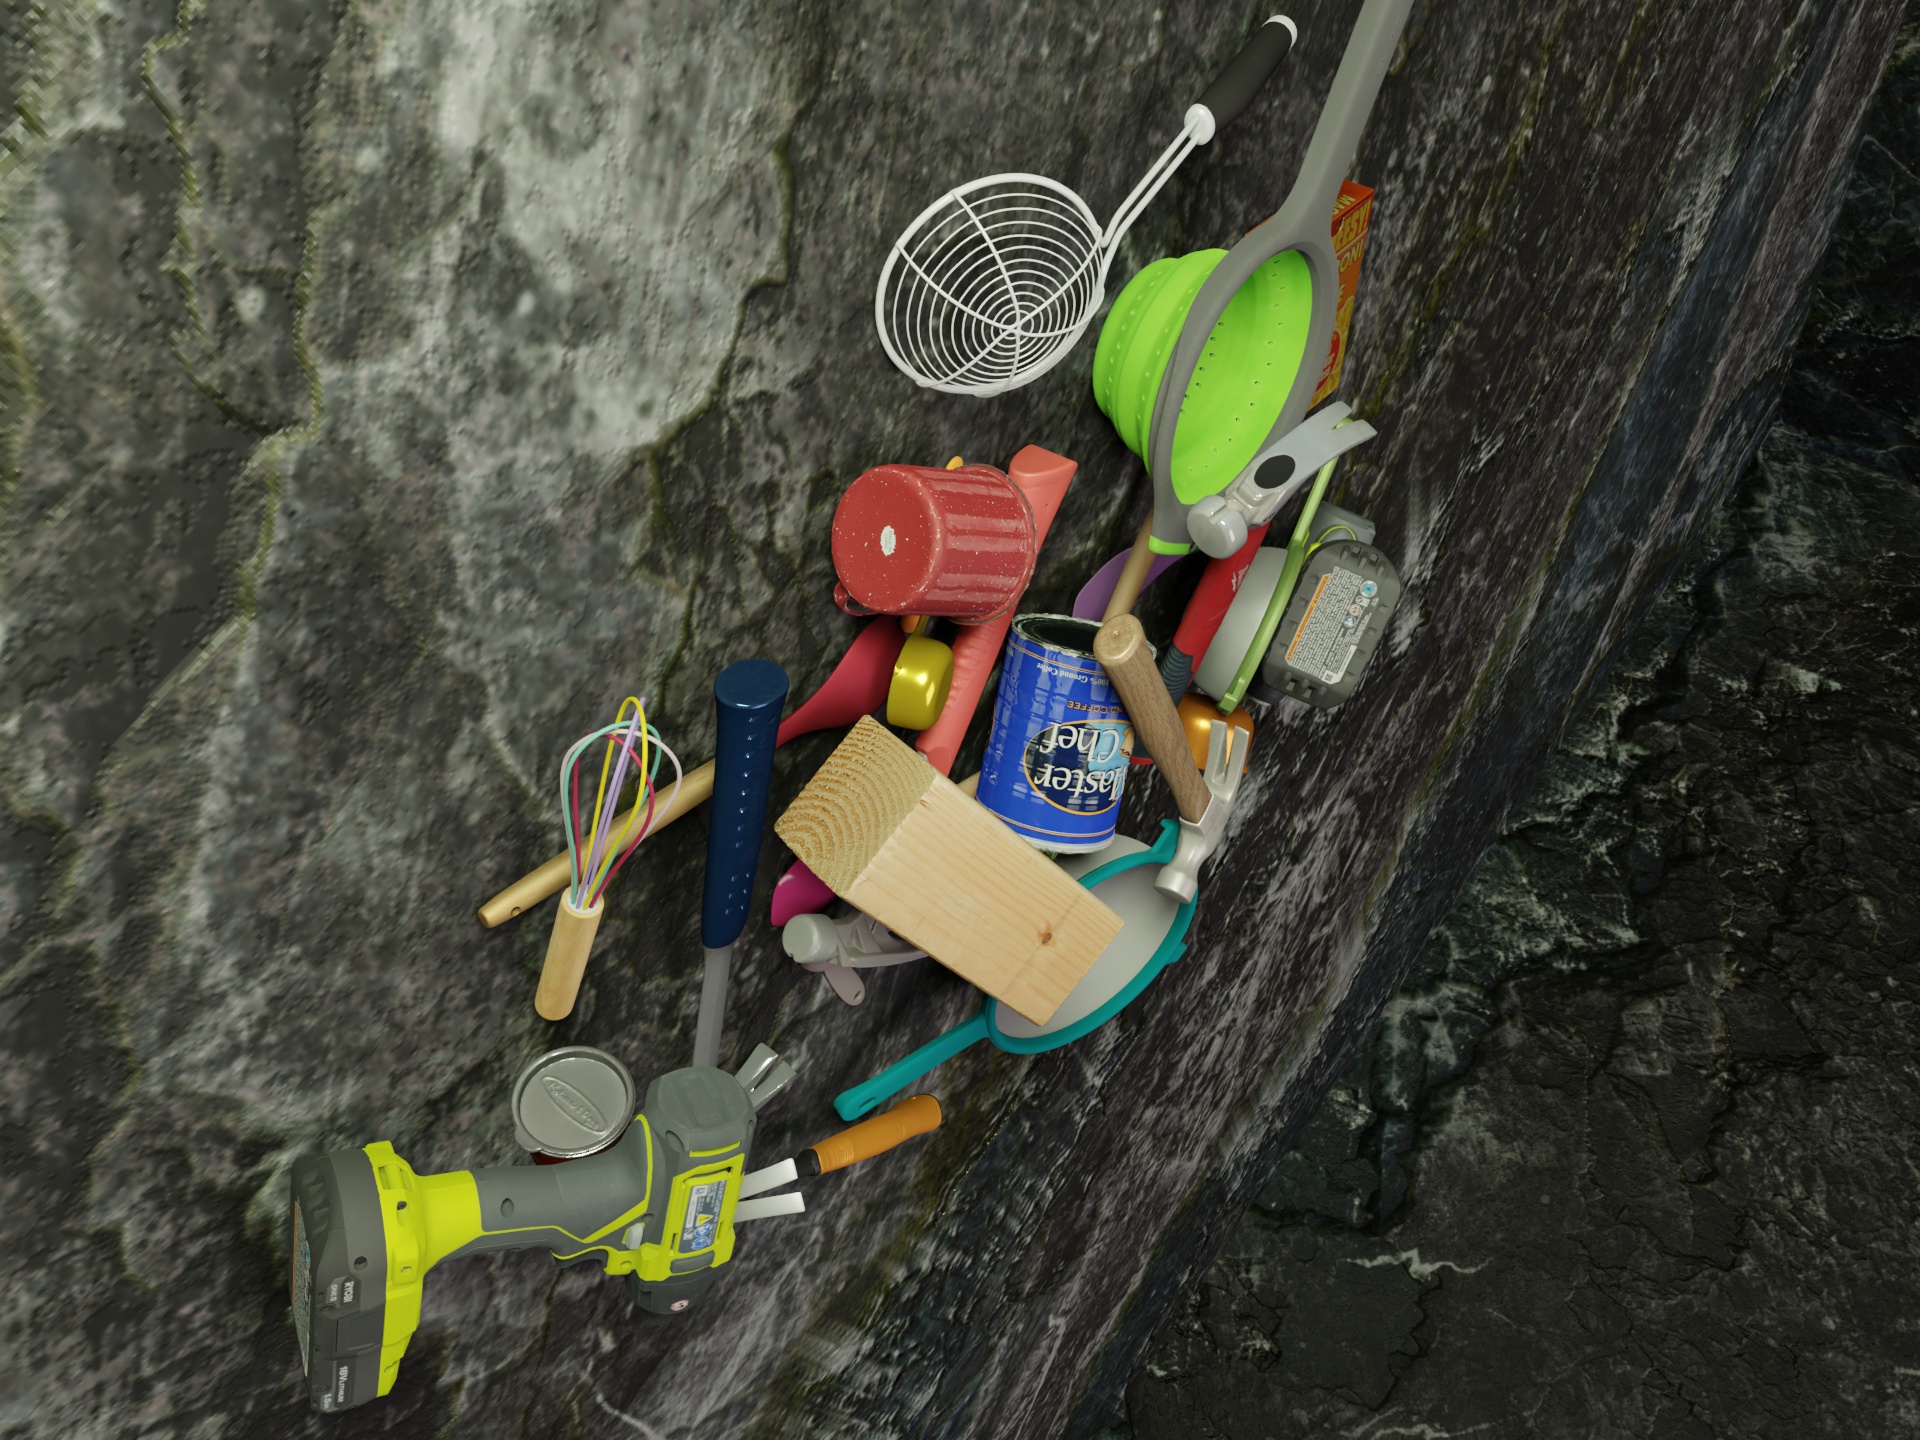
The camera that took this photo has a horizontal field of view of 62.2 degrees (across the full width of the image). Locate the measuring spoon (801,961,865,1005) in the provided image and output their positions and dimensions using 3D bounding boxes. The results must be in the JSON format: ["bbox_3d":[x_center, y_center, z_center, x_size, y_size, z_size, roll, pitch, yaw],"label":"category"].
[{"bbox_3d":[-0.083,0.181,1.128,0.034,0.018,0.124,-51,152,-16],"label":"measuring spoon"}]

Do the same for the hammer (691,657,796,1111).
[{"bbox_3d":[-0.138,0.130,0.935,0.144,0.035,0.405,-32,147,-42],"label":"hammer"}]

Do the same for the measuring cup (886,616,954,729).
[{"bbox_3d":[-0.006,-0.067,0.962,0.062,0.029,0.156,62,47,-77],"label":"measuring cup"}]

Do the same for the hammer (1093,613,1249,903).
[{"bbox_3d":[0.144,0.015,1.091,0.130,0.031,0.331,-63,153,-15],"label":"hammer"}]

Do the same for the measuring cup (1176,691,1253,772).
[{"bbox_3d":[0.217,0.000,1.400,0.173,0.095,0.052,-37,142,-71],"label":"measuring cup"}]

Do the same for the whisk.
[{"bbox_3d":[-0.184,0.079,0.787,0.051,0.047,0.244,-29,155,-42],"label":"whisk"}]

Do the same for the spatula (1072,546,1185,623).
[{"bbox_3d":[0.185,-0.146,1.250,0.316,0.018,0.059,-33,144,-38],"label":"spatula"}]

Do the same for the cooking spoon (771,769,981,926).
[{"bbox_3d":[-0.016,0.063,1.122,0.319,0.017,0.068,-29,140,-43],"label":"cooking spoon"}]

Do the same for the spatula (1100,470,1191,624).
[{"bbox_3d":[0.125,-0.075,1.166,0.082,0.044,0.317,-18,134,-62],"label":"spatula"}]

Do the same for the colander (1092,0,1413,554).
[{"bbox_3d":[0.176,-0.303,0.996,0.204,0.095,0.397,-14,128,-54],"label":"colander"}]

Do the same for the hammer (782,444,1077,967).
[{"bbox_3d":[-0.002,-0.003,1.038,0.149,0.037,0.359,7,108,-55],"label":"hammer"}]

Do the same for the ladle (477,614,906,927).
[{"bbox_3d":[-0.134,0.027,0.887,0.315,0.031,0.069,-35,146,-36],"label":"ladle"}]

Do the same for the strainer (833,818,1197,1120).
[{"bbox_3d":[0.030,0.194,1.270,0.340,0.095,0.210,-30,142,-16],"label":"strainer"}]

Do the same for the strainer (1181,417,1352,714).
[{"bbox_3d":[0.238,-0.133,1.287,0.151,0.069,0.256,-37,149,-81],"label":"strainer"}]

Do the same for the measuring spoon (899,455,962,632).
[{"bbox_3d":[-0.015,-0.104,0.966,0.021,0.011,0.116,-18,132,-52],"label":"measuring spoon"}]

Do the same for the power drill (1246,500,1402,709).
[{"bbox_3d":[0.303,-0.086,1.373,0.228,0.080,0.190,-60,174,-76],"label":"power drill"}]

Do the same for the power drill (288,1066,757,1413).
[{"bbox_3d":[-0.225,0.274,0.830,0.223,0.080,0.171,-4,125,-30],"label":"power drill"}]

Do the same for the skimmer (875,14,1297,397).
[{"bbox_3d":[0.084,-0.315,0.906,0.363,0.090,0.127,-54,151,-32],"label":"skimmer"}]

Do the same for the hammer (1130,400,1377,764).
[{"bbox_3d":[0.180,-0.074,1.135,0.143,0.038,0.386,-38,163,-22],"label":"hammer"}]

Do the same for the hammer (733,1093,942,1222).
[{"bbox_3d":[-0.093,0.321,1.181,0.127,0.034,0.336,-20,170,23],"label":"hammer"}]
